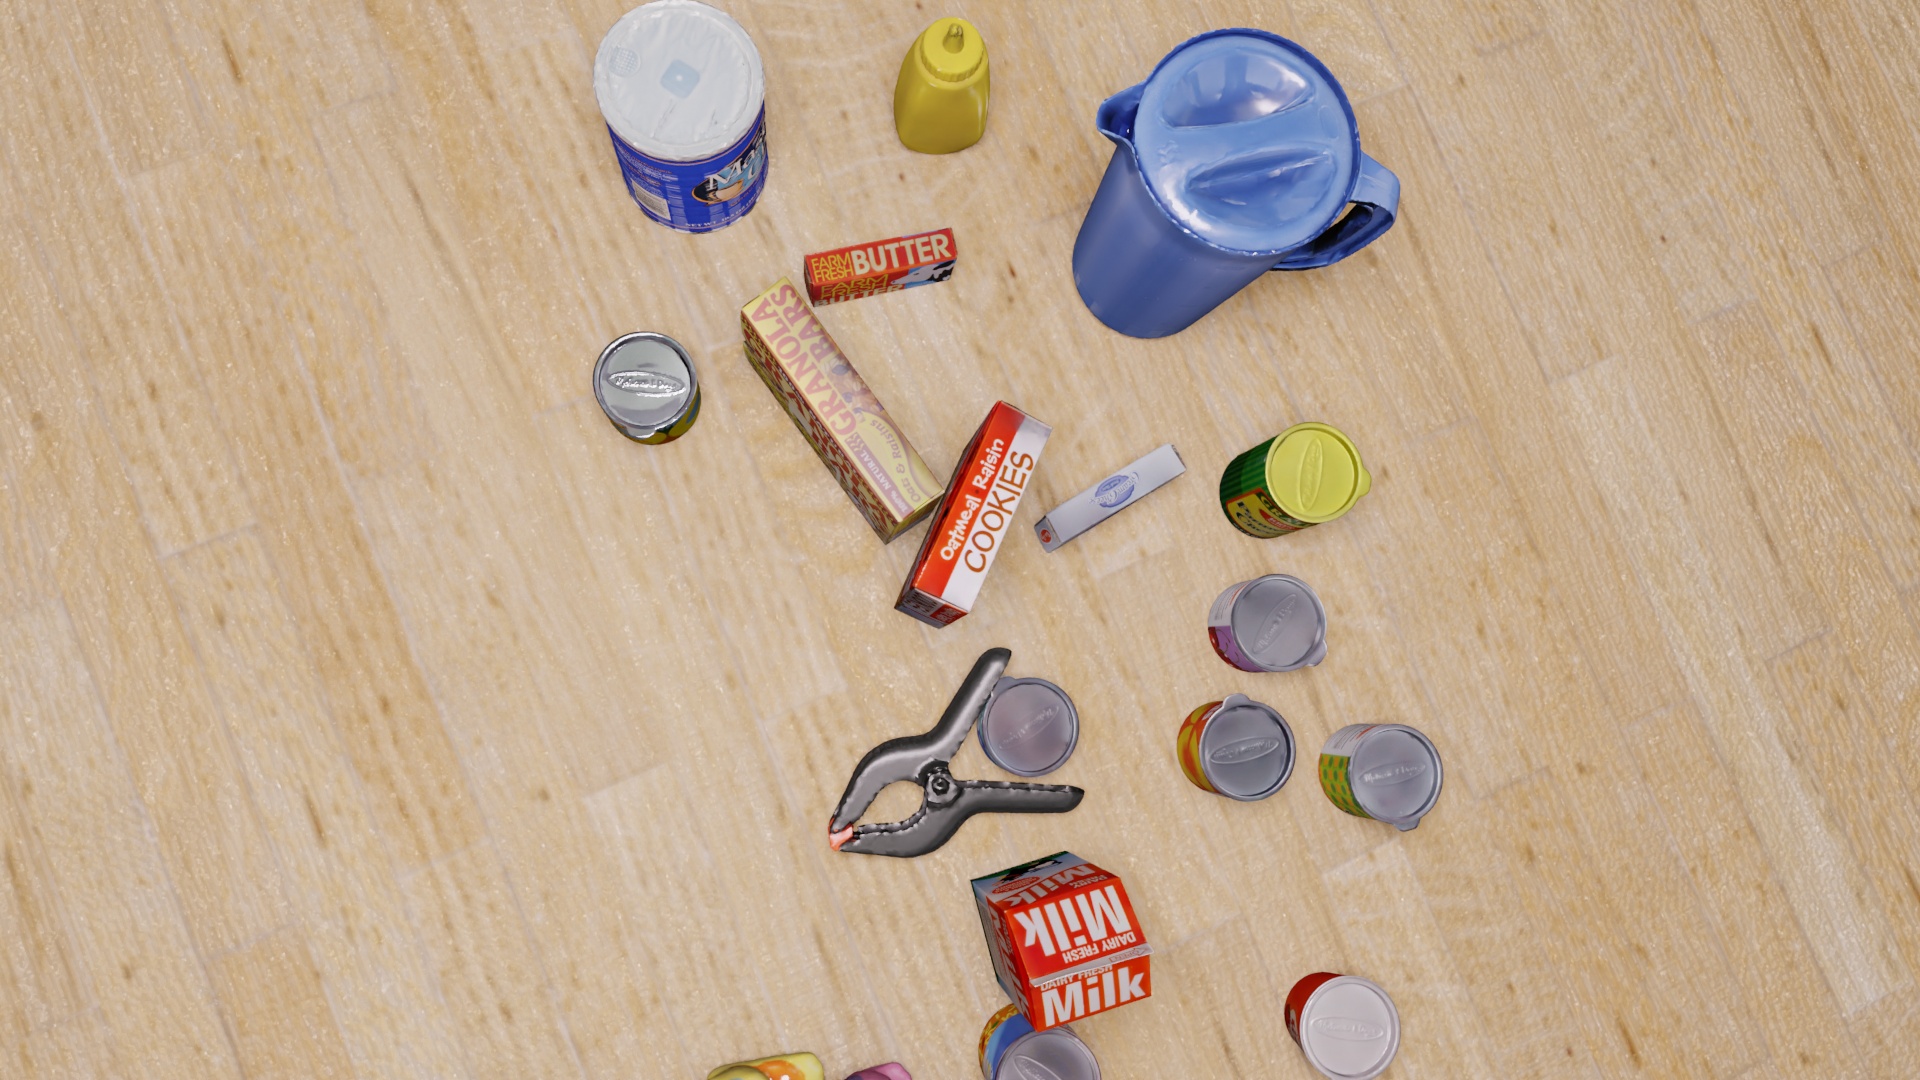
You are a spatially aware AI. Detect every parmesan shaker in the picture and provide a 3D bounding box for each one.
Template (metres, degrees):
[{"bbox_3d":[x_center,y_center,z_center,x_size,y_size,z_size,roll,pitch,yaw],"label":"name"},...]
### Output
[{"bbox_3d":[0.225,-0.037,0.943,0.071,0.103,0.071,1,83,-7],"label":"parmesan shaker"}]

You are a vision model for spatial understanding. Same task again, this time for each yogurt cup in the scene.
[{"bbox_3d":[0.251,0.320,0.925,0.072,0.054,0.072,1,83,-7],"label":"yogurt cup"}]

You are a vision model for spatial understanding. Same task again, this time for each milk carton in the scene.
[{"bbox_3d":[0.061,0.242,0.843,0.072,0.190,0.073,-14,85,-8],"label":"milk carton"}]

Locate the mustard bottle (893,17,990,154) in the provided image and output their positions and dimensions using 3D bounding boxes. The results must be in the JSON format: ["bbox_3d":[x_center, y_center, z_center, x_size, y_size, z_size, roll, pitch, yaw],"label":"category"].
[{"bbox_3d":[-0.009,-0.306,0.921,0.065,0.160,0.049,-3,84,-7],"label":"mustard bottle"}]

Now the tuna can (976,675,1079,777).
[{"bbox_3d":[0.043,0.123,0.936,0.071,0.033,0.071,1,83,-7],"label":"tuna can"}]

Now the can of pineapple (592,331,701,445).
[{"bbox_3d":[-0.207,-0.098,0.921,0.071,0.058,0.071,1,83,-7],"label":"can of pineapple"}]

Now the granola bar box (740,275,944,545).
[{"bbox_3d":[-0.079,-0.078,0.901,0.039,0.124,0.165,-36,88,-9],"label":"granola bar box"}]

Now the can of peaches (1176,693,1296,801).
[{"bbox_3d":[0.185,0.139,0.938,0.071,0.058,0.071,1,83,-7],"label":"can of peaches"}]

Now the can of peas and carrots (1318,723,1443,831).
[{"bbox_3d":[0.286,0.160,0.948,0.071,0.058,0.071,1,83,-7],"label":"can of peas and carrots"}]

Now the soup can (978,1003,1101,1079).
[{"bbox_3d":[0.046,0.337,0.883,0.071,0.083,0.071,1,83,-7],"label":"soup can"}]

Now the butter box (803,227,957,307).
[{"bbox_3d":[-0.055,-0.187,0.954,0.104,0.053,0.024,-13,85,-8],"label":"butter box"}]

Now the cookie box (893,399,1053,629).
[{"bbox_3d":[0.003,-0.011,0.880,0.040,0.167,0.123,25,81,-3],"label":"cookie box"}]

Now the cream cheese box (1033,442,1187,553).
[{"bbox_3d":[0.101,-0.029,0.952,0.104,0.053,0.024,-30,88,-10],"label":"cream cheese box"}]

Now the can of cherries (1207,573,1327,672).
[{"bbox_3d":[0.210,0.060,0.952,0.071,0.058,0.071,1,83,-7],"label":"can of cherries"}]
